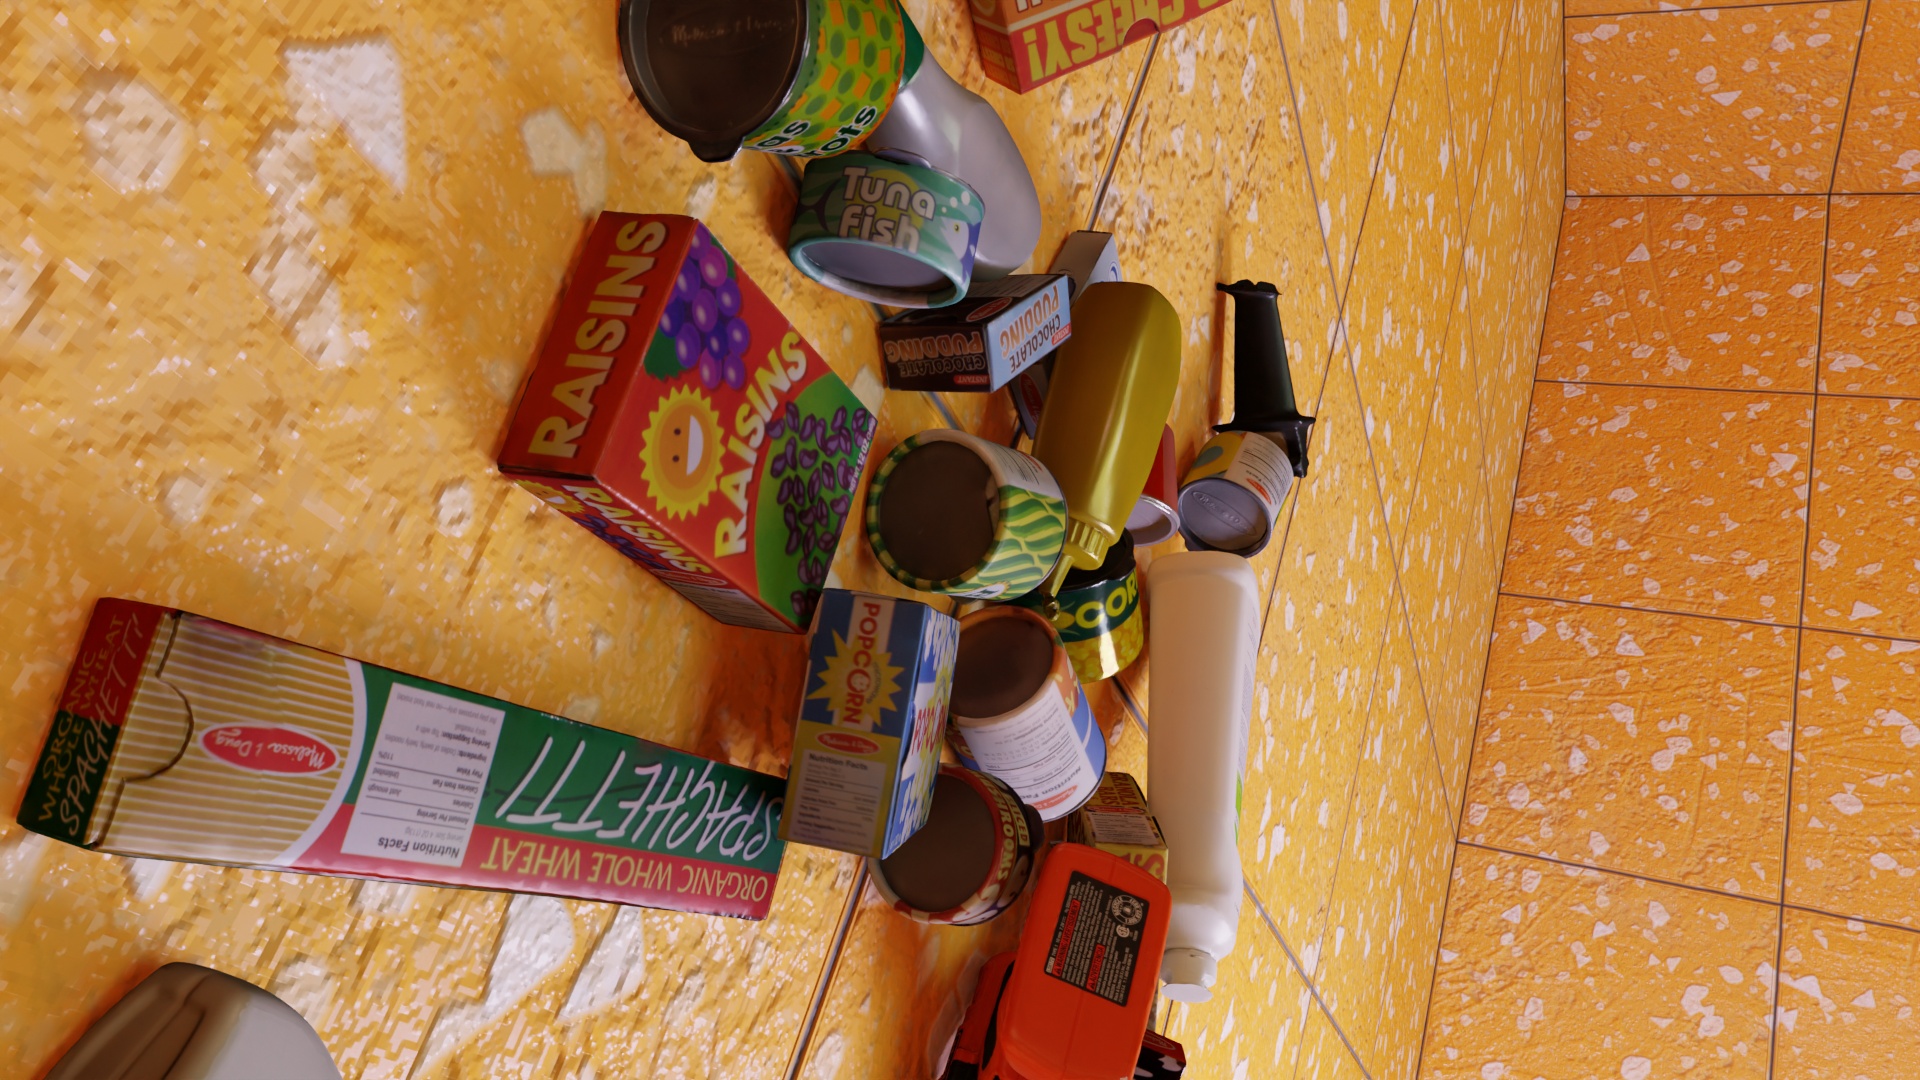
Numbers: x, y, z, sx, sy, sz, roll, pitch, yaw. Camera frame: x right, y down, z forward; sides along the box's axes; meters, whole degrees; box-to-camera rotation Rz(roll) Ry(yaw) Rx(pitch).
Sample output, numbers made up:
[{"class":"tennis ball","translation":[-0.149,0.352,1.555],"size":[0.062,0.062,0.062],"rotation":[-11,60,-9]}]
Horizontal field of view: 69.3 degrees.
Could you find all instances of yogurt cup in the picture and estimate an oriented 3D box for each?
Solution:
[{"class":"yogurt cup","translation":[0.082,-0.033,0.722],"size":[0.072,0.072,0.054],"rotation":[46,47,-56]}]

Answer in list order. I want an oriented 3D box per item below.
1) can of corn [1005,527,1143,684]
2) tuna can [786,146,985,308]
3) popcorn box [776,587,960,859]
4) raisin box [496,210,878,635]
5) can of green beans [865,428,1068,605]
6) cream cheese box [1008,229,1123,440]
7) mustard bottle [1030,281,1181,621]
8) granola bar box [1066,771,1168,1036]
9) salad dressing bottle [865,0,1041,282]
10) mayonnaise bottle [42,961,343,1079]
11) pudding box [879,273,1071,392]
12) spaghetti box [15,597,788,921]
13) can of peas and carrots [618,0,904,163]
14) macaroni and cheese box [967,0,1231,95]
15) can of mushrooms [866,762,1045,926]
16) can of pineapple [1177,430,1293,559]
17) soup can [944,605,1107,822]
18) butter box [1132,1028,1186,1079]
[{"class":"can of corn","translation":[0.056,0.029,0.676],"size":[0.071,0.071,0.058],"rotation":[-52,140,-45]},{"class":"tuna can","translation":[-0.026,-0.109,0.488],"size":[0.071,0.071,0.033],"rotation":[28,71,-61]},{"class":"popcorn box","translation":[-0.029,0.065,0.510],"size":[0.126,0.038,0.085],"rotation":[51,49,-82]},{"class":"raisin box","translation":[-0.079,-0.032,0.436],"size":[0.123,0.040,0.086],"rotation":[48,55,-57]},{"class":"can of green beans","translation":[0.003,-0.009,0.569],"size":[0.058,0.071,0.071],"rotation":[12,85,-62]},{"class":"cream cheese box","translation":[0.054,-0.103,0.695],"size":[0.104,0.024,0.053],"rotation":[-62,148,-35]},{"class":"mustard bottle","translation":[0.059,-0.039,0.639],"size":[0.065,0.049,0.160],"rotation":[44,60,-55]},{"class":"granola bar box","translation":[0.078,0.219,0.737],"size":[0.124,0.039,0.165],"rotation":[-99,-168,-83]},{"class":"salad dressing bottle","translation":[-0.015,-0.157,0.529],"size":[0.147,0.044,0.064],"rotation":[46,56,-55]},{"class":"mayonnaise bottle","translation":[-0.155,0.163,0.328],"size":[0.065,0.041,0.147],"rotation":[-59,145,-37]},{"class":"pudding box","translation":[0.008,-0.088,0.580],"size":[0.084,0.049,0.030],"rotation":[-41,129,-54]},{"class":"spaghetti box","translation":[-0.123,0.072,0.384],"size":[0.249,0.028,0.050],"rotation":[36,64,-60]},{"class":"can of peas and carrots","translation":[-0.058,-0.149,0.420],"size":[0.059,0.071,0.070],"rotation":[-19,113,-61]},{"class":"macaroni and cheese box","translation":[0.051,-0.284,0.564],"size":[0.124,0.040,0.165],"rotation":[-28,129,-13]},{"class":"can of mushrooms","translation":[-0.003,0.127,0.583],"size":[0.033,0.071,0.071],"rotation":[32,67,-59]},{"class":"can of pineapple","translation":[0.177,-0.029,0.907],"size":[0.058,0.071,0.070],"rotation":[-55,141,-43]},{"class":"soup can","translation":[0.024,0.078,0.634],"size":[0.072,0.071,0.083],"rotation":[-64,147,-33]},{"class":"butter box","translation":[0.064,0.281,0.669],"size":[0.024,0.053,0.103],"rotation":[-71,-176,-83]}]
